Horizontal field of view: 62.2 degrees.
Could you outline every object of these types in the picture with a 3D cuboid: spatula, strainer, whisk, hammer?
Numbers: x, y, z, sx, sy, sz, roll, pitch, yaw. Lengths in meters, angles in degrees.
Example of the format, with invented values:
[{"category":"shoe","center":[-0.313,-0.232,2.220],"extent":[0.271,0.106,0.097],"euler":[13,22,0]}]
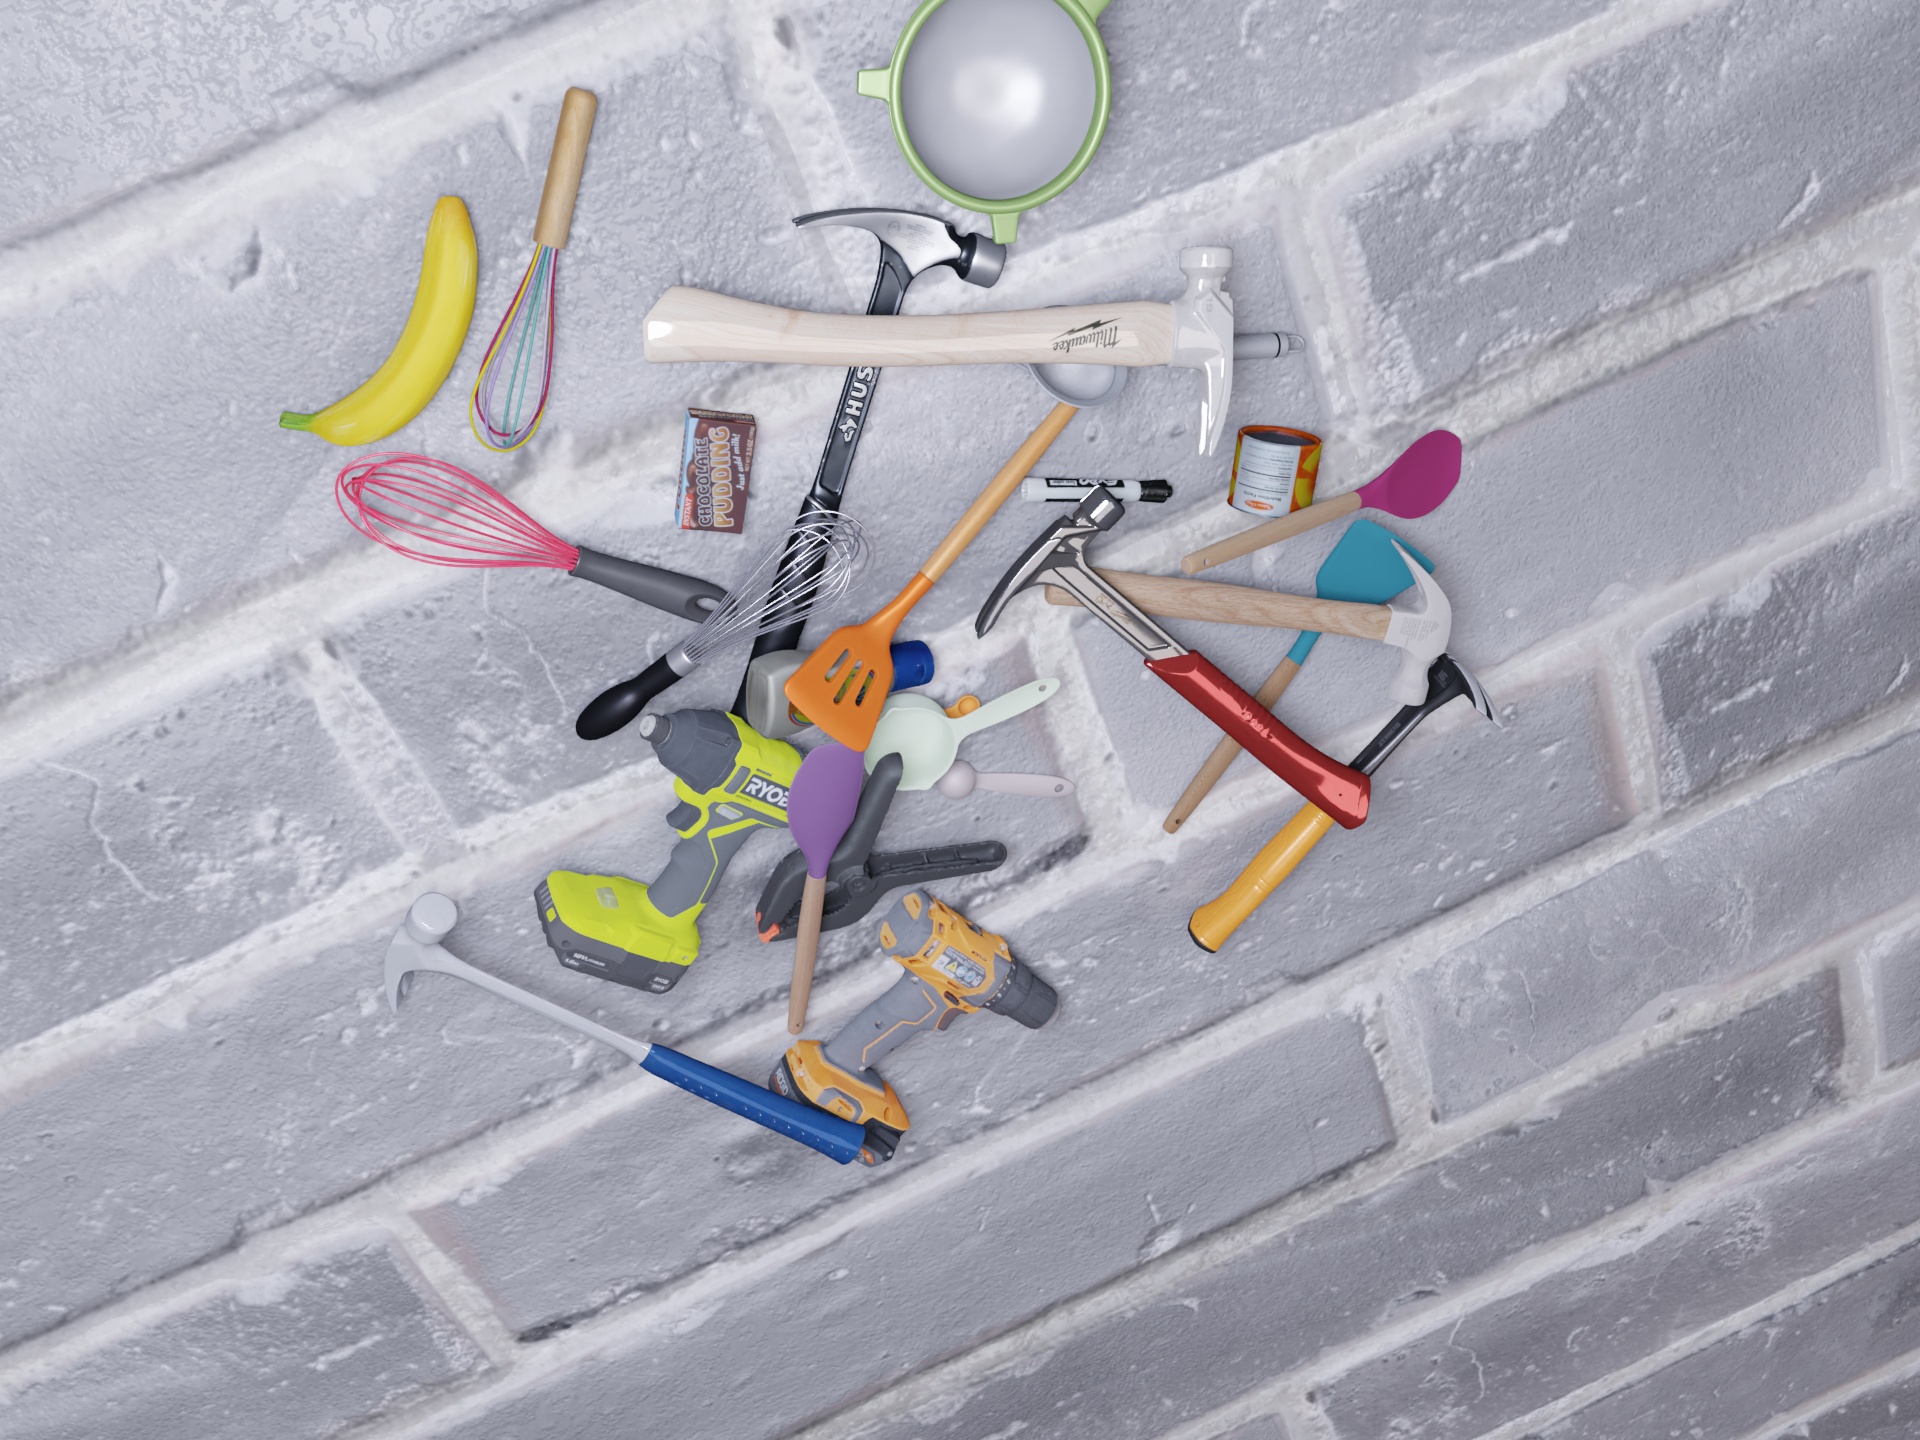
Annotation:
[{"category":"spatula","center":[0.267,-0.027,1.338],"extent":[0.082,0.044,0.317],"euler":[29,106,-18]},{"category":"strainer","center":[0.057,-0.458,1.057],"extent":[0.256,0.069,0.151],"euler":[-45,116,7]},{"category":"whisk","center":[-0.282,-0.295,1.056],"extent":[0.047,0.051,0.245],"euler":[14,108,-15]},{"category":"hammer","center":[-0.101,-0.174,1.169],"extent":[0.149,0.036,0.408],"euler":[13,111,-20]},{"category":"hammer","center":[0.318,0.080,1.373],"extent":[0.034,0.127,0.337],"euler":[31,109,-27]},{"category":"hammer","center":[0.232,-0.093,1.272],"extent":[0.331,0.031,0.130],"euler":[7,114,-8]},{"category":"spatula","center":[-0.119,0.141,1.266],"extent":[0.059,0.018,0.315],"euler":[-9,131,-24]},{"category":"whisk","center":[-0.293,-0.121,1.130],"extent":[0.295,0.073,0.073],"euler":[18,109,-29]},{"category":"hammer","center":[-0.262,0.261,1.262],"extent":[0.405,0.035,0.144],"euler":[29,136,-16]},{"category":"whisk","center":[-0.178,-0.062,1.165],"extent":[0.284,0.070,0.070],"euler":[-34,120,21]},{"category":"strainer","center":[0.144,-0.272,1.188],"extent":[0.258,0.050,0.087],"euler":[-8,74,-18]},{"category":"hammer","center":[-0.010,-0.254,1.100],"extent":[0.410,0.038,0.146],"euler":[-2,102,-10]},{"category":"spatula","center":[-0.007,-0.123,1.186],"extent":[0.081,0.041,0.322],"euler":[40,88,-21]},{"category":"hammer","center":[0.186,-0.021,1.261],"extent":[0.359,0.037,0.149],"euler":[38,106,-17]}]

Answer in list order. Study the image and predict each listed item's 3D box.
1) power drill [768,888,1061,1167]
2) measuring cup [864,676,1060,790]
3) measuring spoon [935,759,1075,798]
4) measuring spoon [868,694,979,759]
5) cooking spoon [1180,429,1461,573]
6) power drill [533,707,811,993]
[{"category":"power drill","center":[-0.034,0.276,1.381],"extent":[0.185,0.084,0.226],"euler":[35,97,-27]},{"category":"measuring cup","center":[-0.002,-0.004,1.263],"extent":[0.167,0.038,0.083],"euler":[-24,123,-2]},{"category":"measuring spoon","center":[0.040,0.055,1.328],"extent":[0.124,0.018,0.034],"euler":[5,113,-19]},{"category":"measuring spoon","center":[-0.039,0.007,1.289],"extent":[0.117,0.011,0.021],"euler":[-24,123,1]},{"category":"cooking spoon","center":[0.287,-0.164,1.229],"extent":[0.319,0.017,0.068],"euler":[-23,120,-32]},{"category":"power drill","center":[-0.220,0.094,1.220],"extent":[0.171,0.080,0.223],"euler":[27,108,-41]}]
